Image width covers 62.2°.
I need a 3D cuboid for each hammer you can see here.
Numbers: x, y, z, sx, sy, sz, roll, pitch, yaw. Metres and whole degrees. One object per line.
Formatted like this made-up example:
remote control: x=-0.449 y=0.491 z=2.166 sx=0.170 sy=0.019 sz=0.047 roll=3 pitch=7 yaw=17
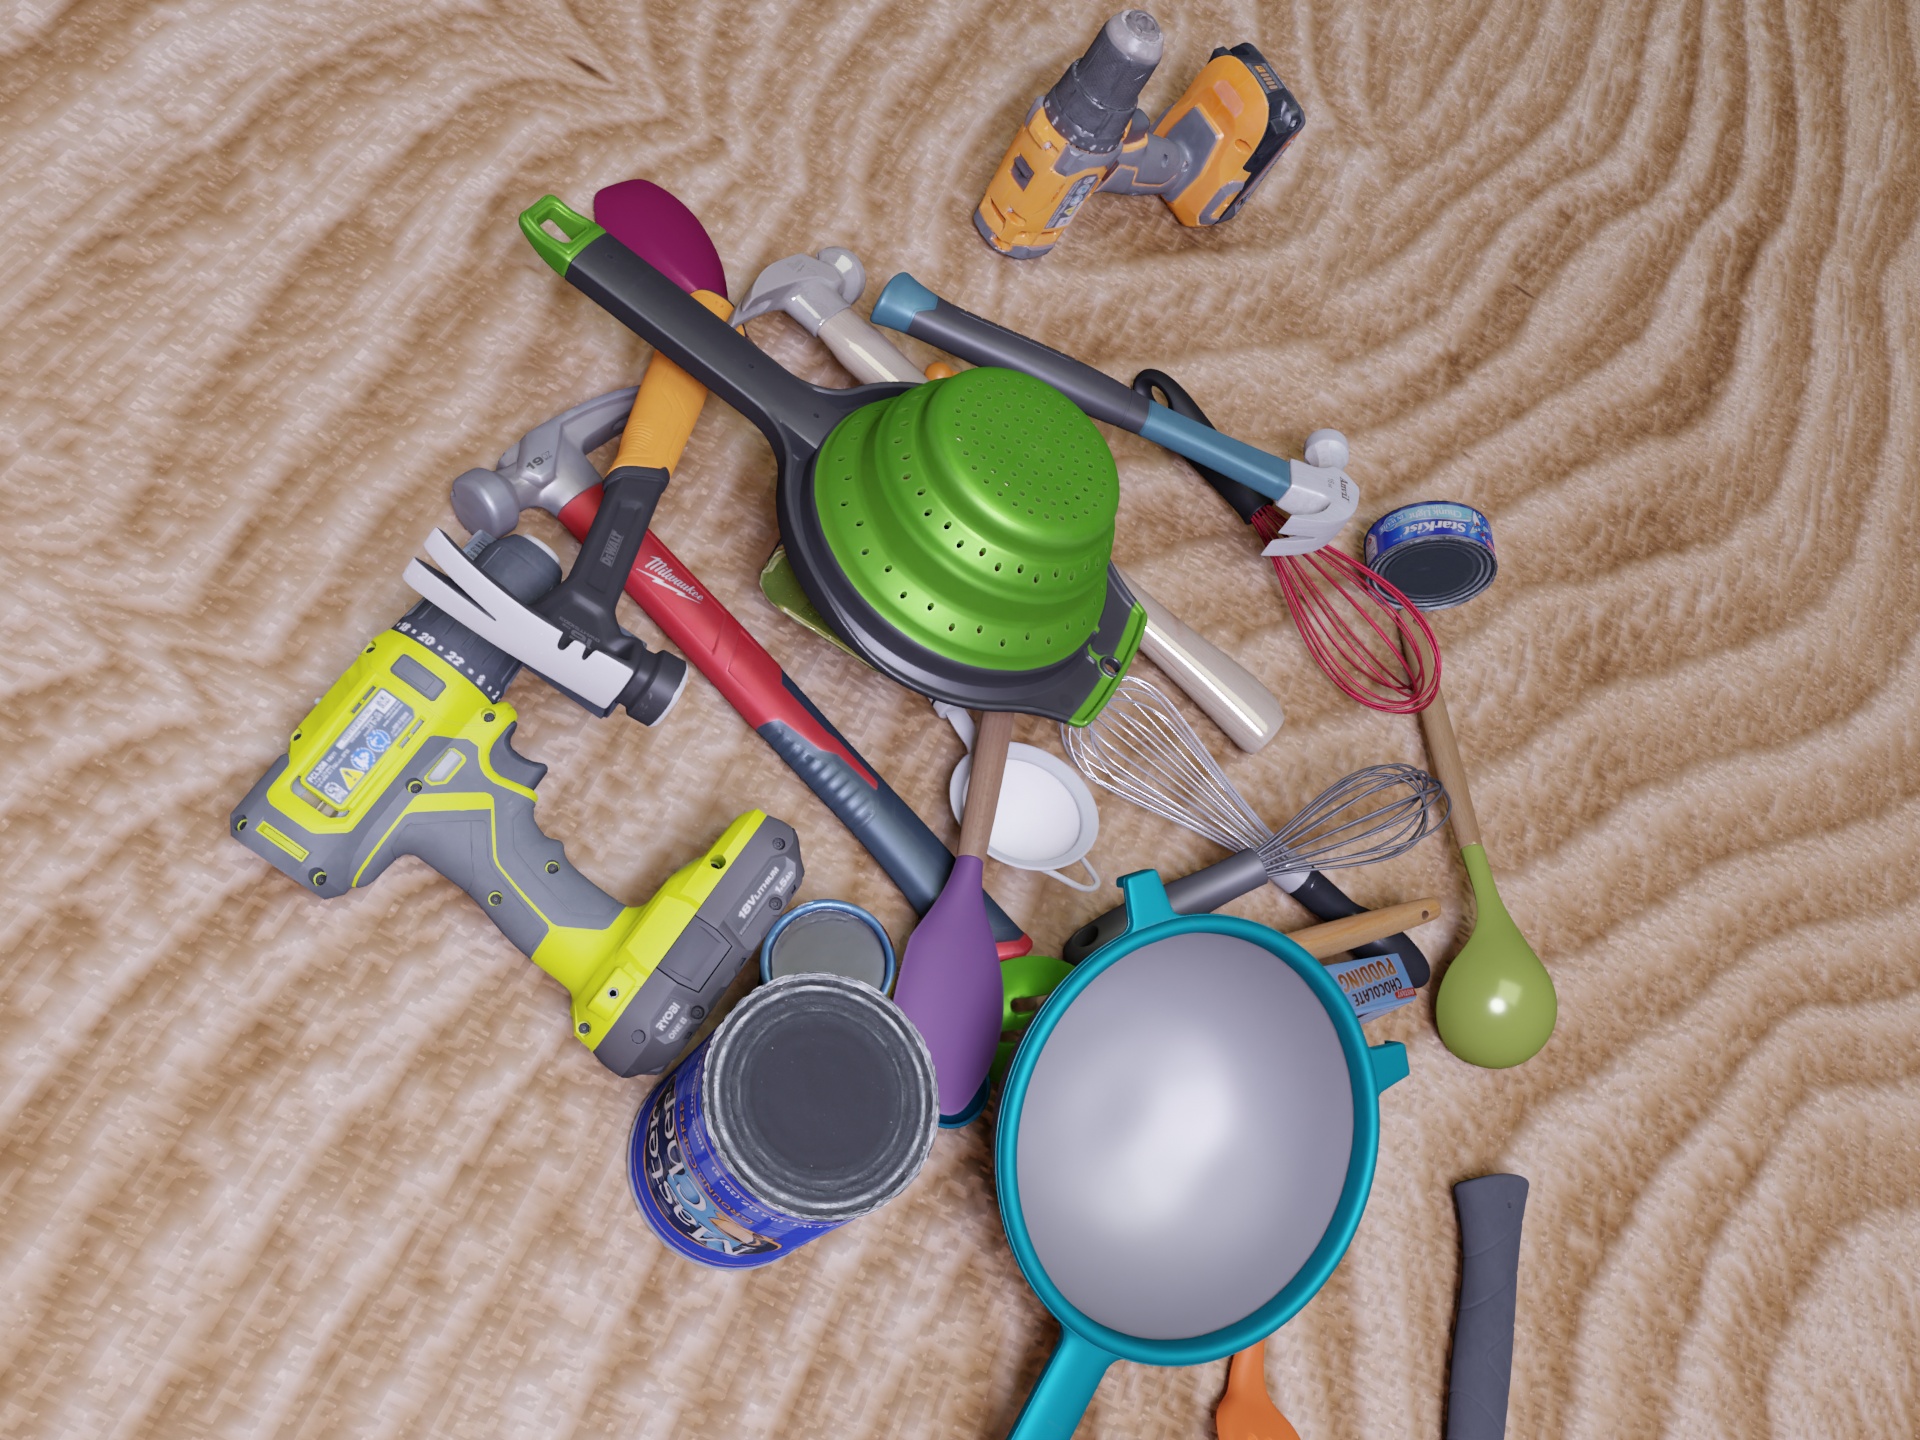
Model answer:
hammer: x=0.100 y=-0.194 z=0.983 sx=0.331 sy=0.033 sz=0.128 roll=22 pitch=43 yaw=-13
hammer: x=-0.168 y=-0.139 z=0.814 sx=0.127 sy=0.034 sz=0.337 roll=32 pitch=36 yaw=-20
hammer: x=-0.094 y=-0.019 z=0.864 sx=0.386 sy=0.038 sz=0.143 roll=47 pitch=54 yaw=3
hammer: x=0.259 y=0.424 z=0.801 sx=0.149 sy=0.036 sz=0.409 roll=26 pitch=56 yaw=-12
hammer: x=0.035 y=-0.125 z=0.958 sx=0.410 sy=0.038 sz=0.146 roll=43 pitch=32 yaw=-3

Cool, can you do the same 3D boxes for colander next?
colander: x=-0.050 y=-0.163 z=0.818 sx=0.397 sy=0.094 sz=0.205 roll=37 pitch=49 yaw=-6

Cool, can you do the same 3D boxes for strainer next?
strainer: x=-0.001 y=-0.003 z=0.898 sx=0.087 sy=0.050 sz=0.259 roll=-19 pitch=68 yaw=-34
strainer: x=0.064 y=0.251 z=0.773 sx=0.210 sy=0.095 sz=0.340 roll=35 pitch=77 yaw=-20

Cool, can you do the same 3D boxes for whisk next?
whisk: x=0.209 y=-0.122 z=1.049 sx=0.073 sy=0.073 sz=0.296 roll=-28 pitch=74 yaw=-33
whisk: x=0.166 y=0.084 z=0.886 sx=0.239 sy=0.055 sz=0.055 roll=-24 pitch=75 yaw=-7
whisk: x=0.169 y=0.069 z=0.934 sx=0.284 sy=0.070 sz=0.070 roll=39 pitch=55 yaw=-7

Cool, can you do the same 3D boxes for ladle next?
ladle: x=0.312 y=0.065 z=1.016 sx=0.078 sy=0.062 sz=0.320 roll=10 pitch=54 yaw=-21

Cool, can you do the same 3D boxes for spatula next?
spatula: x=0.163 y=0.266 z=0.834 sx=0.081 sy=0.041 sz=0.323 roll=27 pitch=53 yaw=-29
spatula: x=0.012 y=0.052 z=0.838 sx=0.059 sy=0.018 sz=0.316 roll=21 pitch=59 yaw=-18

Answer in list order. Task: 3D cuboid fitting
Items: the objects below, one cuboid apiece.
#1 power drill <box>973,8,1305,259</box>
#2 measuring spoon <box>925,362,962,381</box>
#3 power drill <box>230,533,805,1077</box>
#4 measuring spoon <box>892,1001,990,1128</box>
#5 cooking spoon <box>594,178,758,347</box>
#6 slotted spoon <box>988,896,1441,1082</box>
power drill: x=0.134 y=-0.407 z=1.086 sx=0.226 sy=0.185 sz=0.084 roll=-21 pitch=74 yaw=-35
measuring spoon: x=0.032 y=-0.222 z=1.044 sx=0.117 sy=0.011 sz=0.021 roll=1 pitch=64 yaw=-24
power drill: x=-0.189 y=0.039 z=0.745 sx=0.228 sy=0.080 sz=0.190 roll=37 pitch=72 yaw=-4
measuring spoon: x=-0.038 y=0.158 z=0.815 sx=0.129 sy=0.021 sz=0.042 roll=43 pitch=66 yaw=12
cooking spoon: x=-0.118 y=-0.208 z=0.962 sx=0.069 sy=0.017 sz=0.319 roll=-31 pitch=80 yaw=-33
slotted spoon: x=0.140 y=0.136 z=0.872 sx=0.313 sy=0.031 sz=0.070 roll=-11 pitch=102 yaw=-24
